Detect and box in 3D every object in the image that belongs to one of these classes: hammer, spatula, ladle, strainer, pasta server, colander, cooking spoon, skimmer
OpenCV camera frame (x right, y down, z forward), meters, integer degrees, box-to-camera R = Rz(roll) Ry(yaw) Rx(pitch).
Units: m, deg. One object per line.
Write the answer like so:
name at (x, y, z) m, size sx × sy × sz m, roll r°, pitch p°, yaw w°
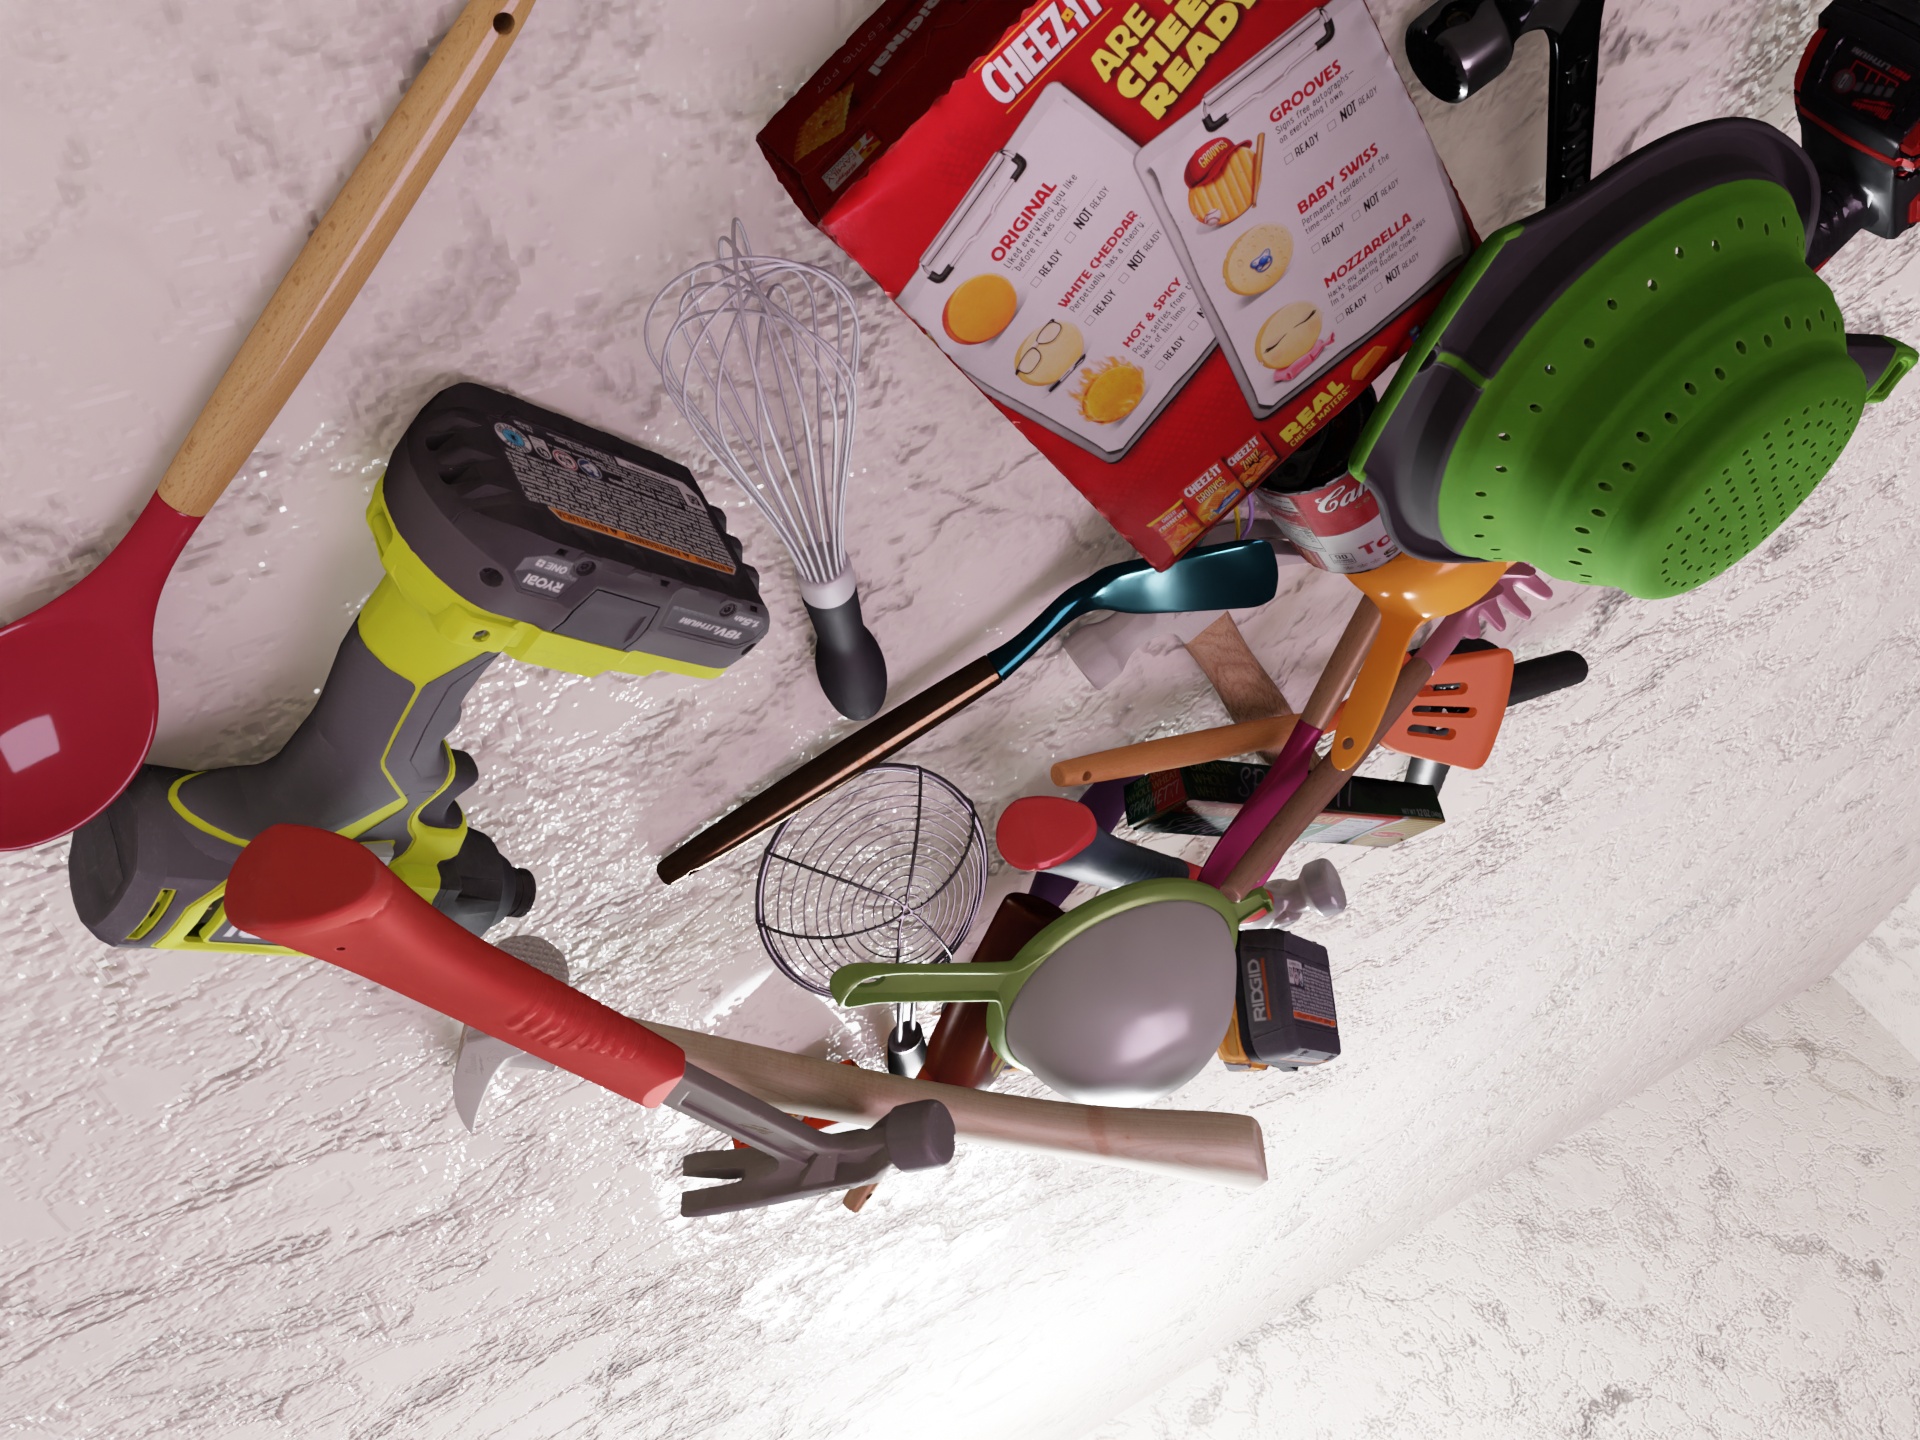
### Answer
hammer at (0.292, -0.214, 0.762) m, size 0.149 × 0.036 × 0.408 m, roll -37°, pitch 149°, yaw -1°
spatula at (-0.001, -0.002, 0.735) m, size 0.317 × 0.044 × 0.082 m, roll -32°, pitch 161°, yaw 3°
ladle at (-0.212, -0.083, 0.457) m, size 0.315 × 0.031 × 0.069 m, roll -49°, pitch 144°, yaw 17°
hammer at (-0.145, 0.133, 0.631) m, size 0.149 × 0.037 × 0.358 m, roll -17°, pitch 145°, yaw 21°
strainer at (0.052, 0.152, 0.810) m, size 0.256 × 0.069 × 0.151 m, roll 7°, pitch 126°, yaw -37°
pasta server at (0.246, -0.008, 0.877) m, size 0.316 × 0.040 × 0.060 m, roll -44°, pitch 159°, yaw -24°
spatula at (0.186, 0.009, 0.888) m, size 0.322 × 0.041 × 0.081 m, roll -10°, pitch 119°, yaw -33°
hammer at (0.108, 0.100, 0.936) m, size 0.143 × 0.038 × 0.386 m, roll -25°, pitch 158°, yaw 22°
spatula at (0.016, 0.158, 0.937) m, size 0.316 × 0.018 × 0.059 m, roll -59°, pitch 147°, yaw 6°
colander at (0.334, -0.125, 0.661) m, size 0.397 × 0.095 × 0.204 m, roll -9°, pitch 140°, yaw -38°
cooking spoon at (0.202, -0.020, 0.858) m, size 0.068 × 0.017 × 0.319 m, roll 16°, pitch 104°, yaw -48°
hammer at (0.167, -0.015, 0.908) m, size 0.130 × 0.031 × 0.331 m, roll -39°, pitch 149°, yaw 6°
hammer at (-0.039, 0.192, 0.790) m, size 0.410 × 0.038 × 0.146 m, roll 14°, pitch 140°, yaw -16°
skimmer at (-0.046, 0.142, 0.915) m, size 0.127 × 0.090 × 0.363 m, roll -30°, pitch 159°, yaw -16°

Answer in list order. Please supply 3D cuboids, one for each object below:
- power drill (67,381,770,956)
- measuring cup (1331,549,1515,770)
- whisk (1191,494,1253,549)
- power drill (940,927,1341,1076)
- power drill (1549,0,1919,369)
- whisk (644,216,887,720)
power drill at (-0.177, 0.002, 0.560) m, size 0.223 × 0.080 × 0.171 m, roll -45°, pitch 147°, yaw 22°
measuring cup at (0.213, -0.061, 0.798) m, size 0.052 × 0.095 × 0.173 m, roll 25°, pitch 87°, yaw -52°
whisk at (0.081, -0.144, 0.649) m, size 0.051 × 0.047 × 0.244 m, roll -30°, pitch 144°, yaw -7°
power drill at (0.124, 0.192, 1.026) m, size 0.226 × 0.084 × 0.185 m, roll -12°, pitch 161°, yaw 25°
power drill at (0.365, -0.217, 0.735) m, size 0.219 × 0.079 × 0.143 m, roll -47°, pitch 150°, yaw 11°
whisk at (-0.056, -0.074, 0.598) m, size 0.070 × 0.070 × 0.284 m, roll -29°, pitch 153°, yaw -10°
